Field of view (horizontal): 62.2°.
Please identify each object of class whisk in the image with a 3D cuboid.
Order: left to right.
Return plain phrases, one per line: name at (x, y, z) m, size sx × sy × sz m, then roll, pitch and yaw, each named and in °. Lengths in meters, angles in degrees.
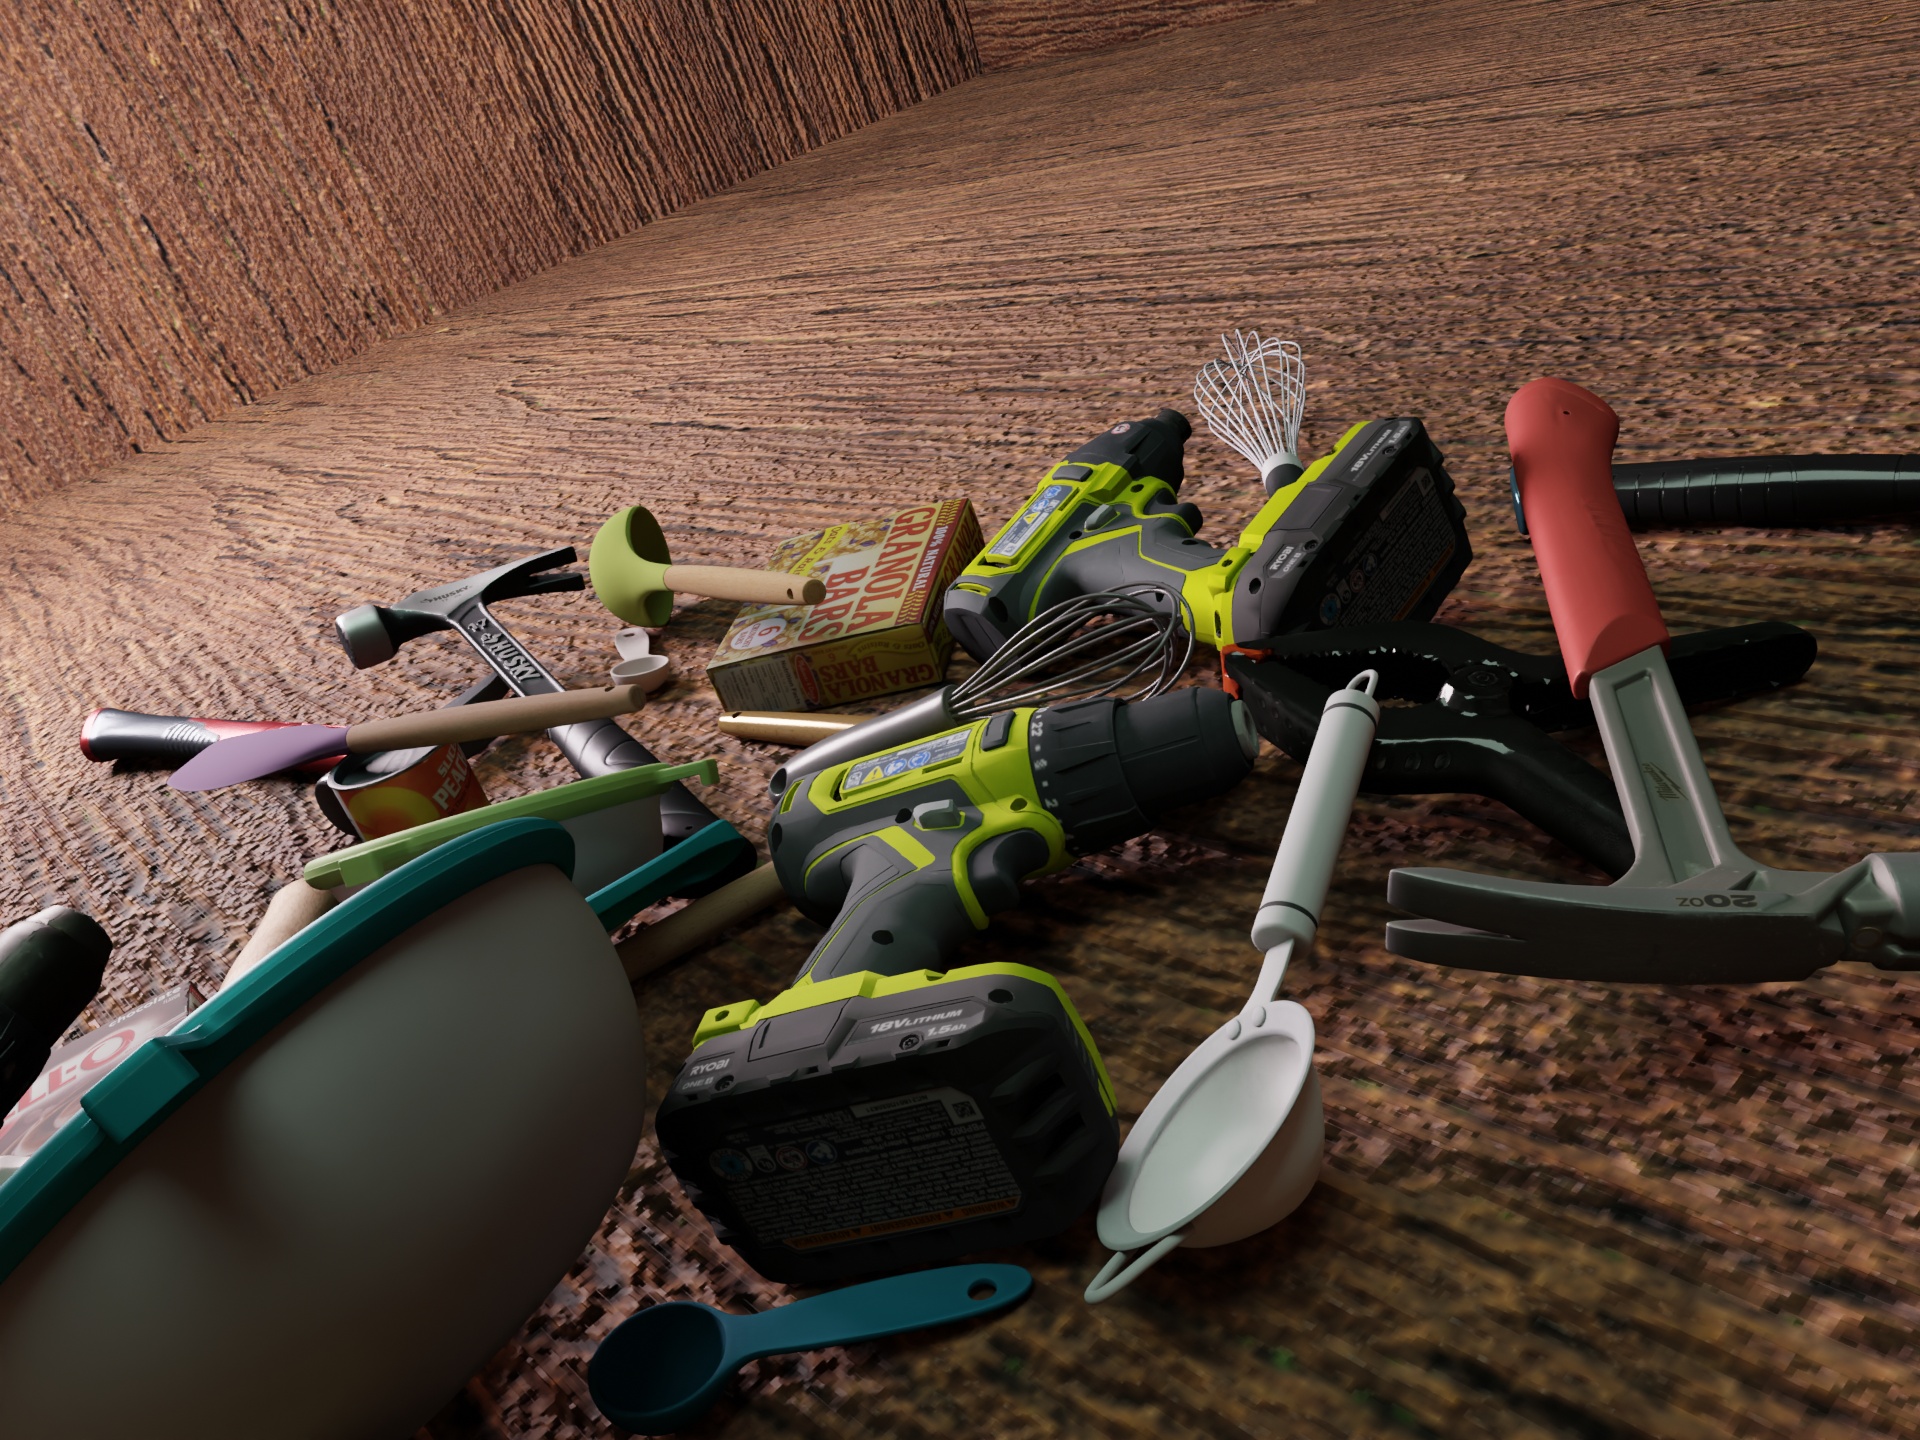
whisk at (0.000, -0.001, 0.681) m, size 0.239 × 0.055 × 0.055 m, roll -24°, pitch 20°, yaw 37°
whisk at (0.175, -0.150, 0.881) m, size 0.070 × 0.070 × 0.285 m, roll -14°, pitch 32°, yaw 10°

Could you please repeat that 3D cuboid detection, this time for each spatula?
spatula at (-0.288, 0.008, 0.803) m, size 0.316 × 0.018 × 0.060 m, roll -7°, pitch 30°, yaw 27°

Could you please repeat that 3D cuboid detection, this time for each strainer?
strainer at (-0.211, 0.078, 0.695) m, size 0.151 × 0.069 × 0.256 m, roll -16°, pitch -2°, yaw -34°
strainer at (-0.130, 0.115, 0.472) m, size 0.211 × 0.095 × 0.340 m, roll -48°, pitch -6°, yaw 25°
strainer at (0.100, 0.072, 0.487) m, size 0.087 × 0.050 × 0.259 m, roll -42°, pitch 16°, yaw 50°

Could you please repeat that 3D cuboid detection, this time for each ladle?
ladle at (-0.140, -0.082, 0.896) m, size 0.062 × 0.078 × 0.320 m, roll -17°, pitch 15°, yaw -28°
ladle at (-0.008, 0.010, 0.735) m, size 0.315 × 0.031 × 0.069 m, roll 4°, pitch 39°, yaw 42°

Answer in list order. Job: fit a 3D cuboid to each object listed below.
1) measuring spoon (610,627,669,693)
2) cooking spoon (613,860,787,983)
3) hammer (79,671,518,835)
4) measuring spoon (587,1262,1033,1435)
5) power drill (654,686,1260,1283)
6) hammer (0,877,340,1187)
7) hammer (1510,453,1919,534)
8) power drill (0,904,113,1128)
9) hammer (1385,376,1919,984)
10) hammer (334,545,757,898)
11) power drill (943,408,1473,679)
measuring spoon at (-0.196, -0.037, 0.967) m, size 0.034 × 0.018 × 0.124 m, roll -14°, pitch 19°, yaw -11°
cooking spoon at (-0.176, 0.120, 0.649) m, size 0.319 × 0.017 × 0.069 m, roll -28°, pitch 28°, yaw -14°
hammer at (-0.443, 0.006, 1.022) m, size 0.386 × 0.038 × 0.143 m, roll 3°, pitch 33°, yaw 37°
measuring spoon at (-0.041, 0.180, 0.455) m, size 0.128 × 0.021 × 0.042 m, roll -11°, pitch 24°, yaw -3°
power drill at (0.006, 0.069, 0.545) m, size 0.190 × 0.080 × 0.229 m, roll -17°, pitch 25°, yaw 20°
hammer at (-0.280, 0.110, 0.636) m, size 0.130 × 0.031 × 0.331 m, roll -22°, pitch 12°, yaw -12°
hammer at (0.391, -0.098, 0.660) m, size 0.331 × 0.033 × 0.128 m, roll 4°, pitch 36°, yaw 39°
power drill at (-0.456, 0.159, 0.639) m, size 0.227 × 0.080 × 0.188 m, roll -10°, pitch 38°, yaw 34°
hammer at (0.220, -0.038, 0.567) m, size 0.149 × 0.036 × 0.359 m, roll 0°, pitch 34°, yaw 11°
hammer at (-0.211, -0.008, 0.849) m, size 0.149 × 0.036 × 0.409 m, roll -25°, pitch 33°, yaw -24°
power drill at (0.114, -0.086, 0.749) m, size 0.223 × 0.080 × 0.171 m, roll 15°, pitch 57°, yaw 50°
